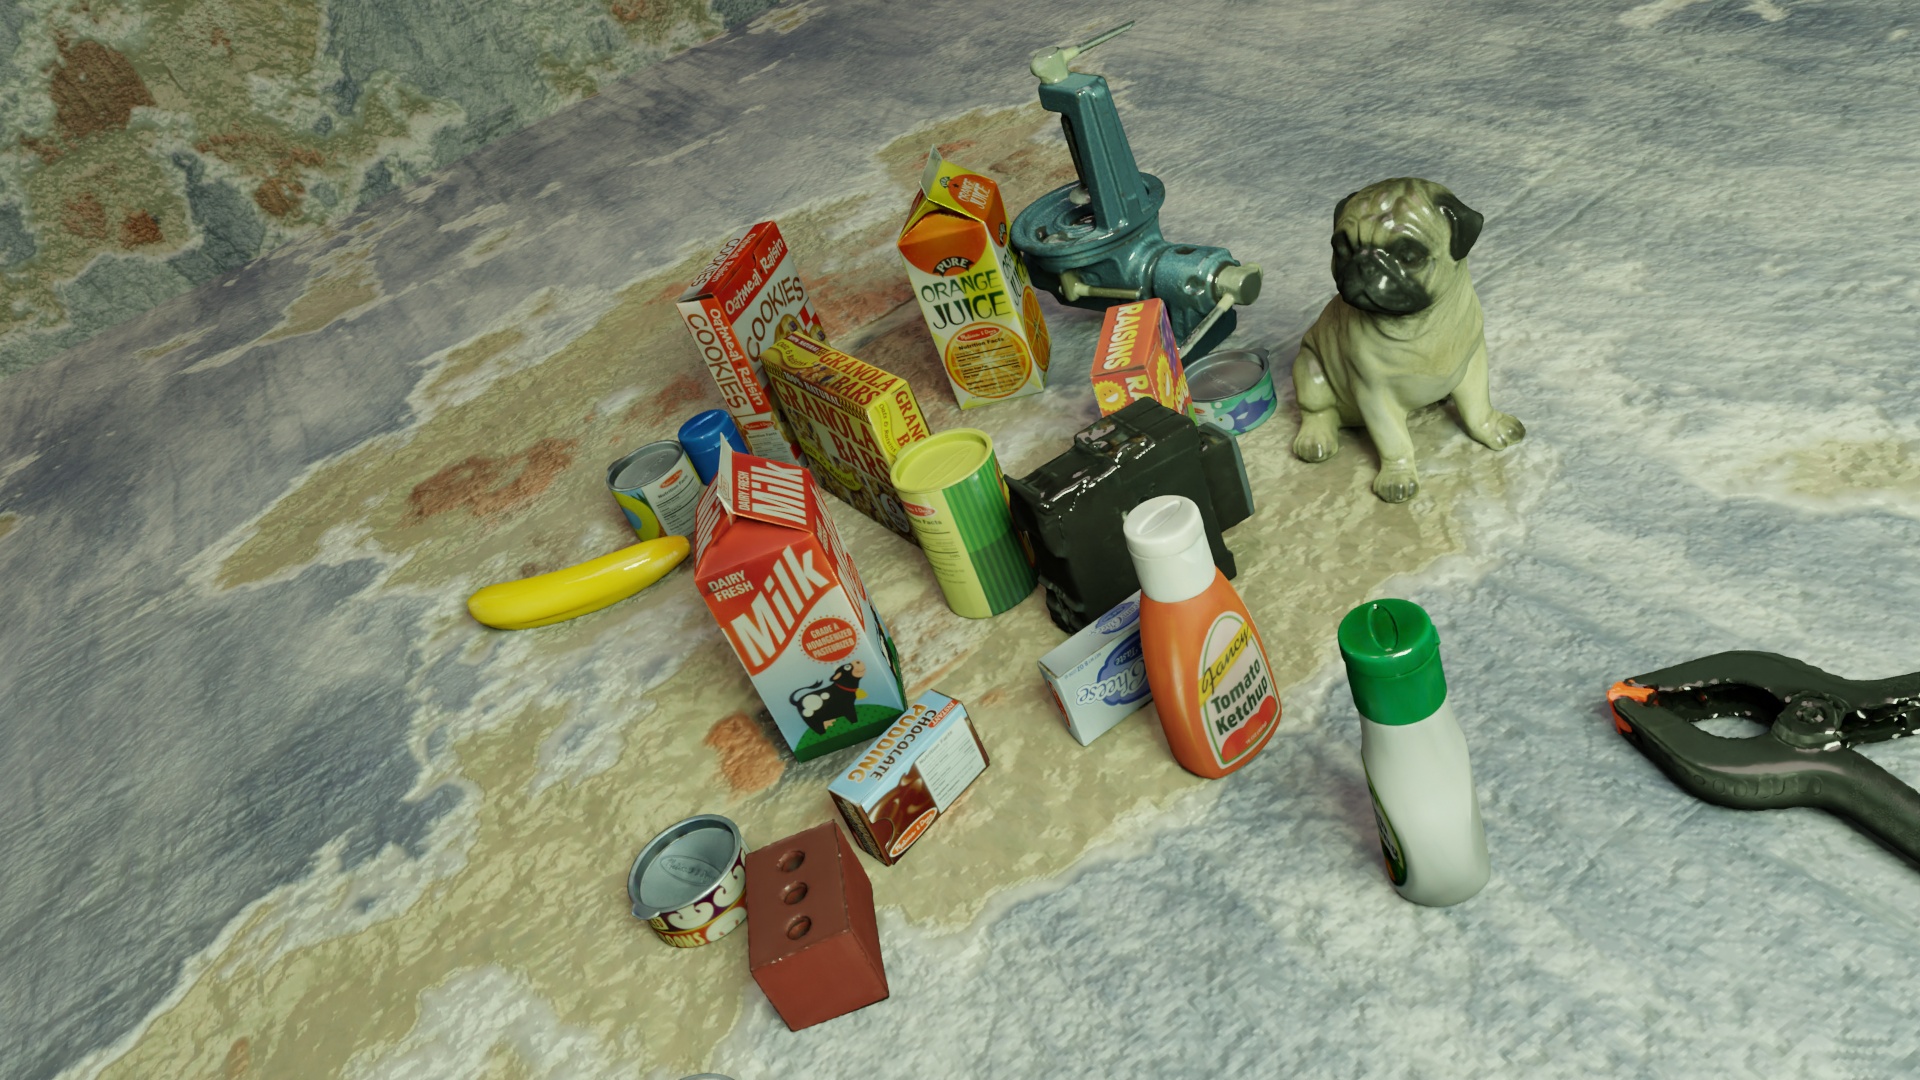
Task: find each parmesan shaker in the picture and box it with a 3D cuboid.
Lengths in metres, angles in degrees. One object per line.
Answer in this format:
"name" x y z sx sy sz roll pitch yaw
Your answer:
"parmesan shaker" 0.003 -0.011 0.876 0.071 0.102 0.072 -16 33 11

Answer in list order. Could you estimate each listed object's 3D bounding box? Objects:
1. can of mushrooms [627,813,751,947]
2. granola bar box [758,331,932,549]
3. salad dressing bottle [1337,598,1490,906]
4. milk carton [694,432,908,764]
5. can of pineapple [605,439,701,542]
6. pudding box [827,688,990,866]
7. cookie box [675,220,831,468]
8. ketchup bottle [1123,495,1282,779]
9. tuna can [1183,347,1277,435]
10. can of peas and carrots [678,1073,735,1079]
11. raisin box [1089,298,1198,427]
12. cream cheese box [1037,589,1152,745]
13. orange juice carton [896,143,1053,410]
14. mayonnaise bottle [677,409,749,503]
"can of mushrooms" -0.144 0.185 0.748 0.071 0.033 0.071 -16 33 11
"granola bar box" -0.070 -0.073 0.990 0.039 0.123 0.166 -35 35 -18
"salad dressing bottle" 0.189 0.090 0.579 0.044 0.147 0.064 -14 34 14
"milk carton" -0.098 0.030 0.797 0.073 0.189 0.072 -21 33 4
"can of pineapple" -0.239 -0.038 1.102 0.071 0.057 0.071 -16 33 11
"pudding box" -0.027 0.126 0.746 0.030 0.049 0.084 16 49 44
"cookie box" -0.153 -0.154 1.115 0.040 0.166 0.123 -7 36 24
"ketchup bottle" 0.116 0.046 0.684 0.065 0.148 0.043 -40 36 -24
"tuna can" 0.186 -0.103 0.963 0.071 0.032 0.071 -16 33 11
"can of peas and carrots" -0.105 0.270 0.579 0.071 0.058 0.071 -16 33 11
"raisin box" 0.122 -0.079 0.884 0.040 0.123 0.086 -8 36 22
"cream cheese box" 0.095 0.062 0.762 0.104 0.053 0.024 -33 34 -16
"orange juice carton" 0.007 -0.203 1.067 0.073 0.191 0.072 -11 35 19
"mayonnaise bottle" -0.142 -0.019 0.932 0.065 0.147 0.041 -38 35 -21
